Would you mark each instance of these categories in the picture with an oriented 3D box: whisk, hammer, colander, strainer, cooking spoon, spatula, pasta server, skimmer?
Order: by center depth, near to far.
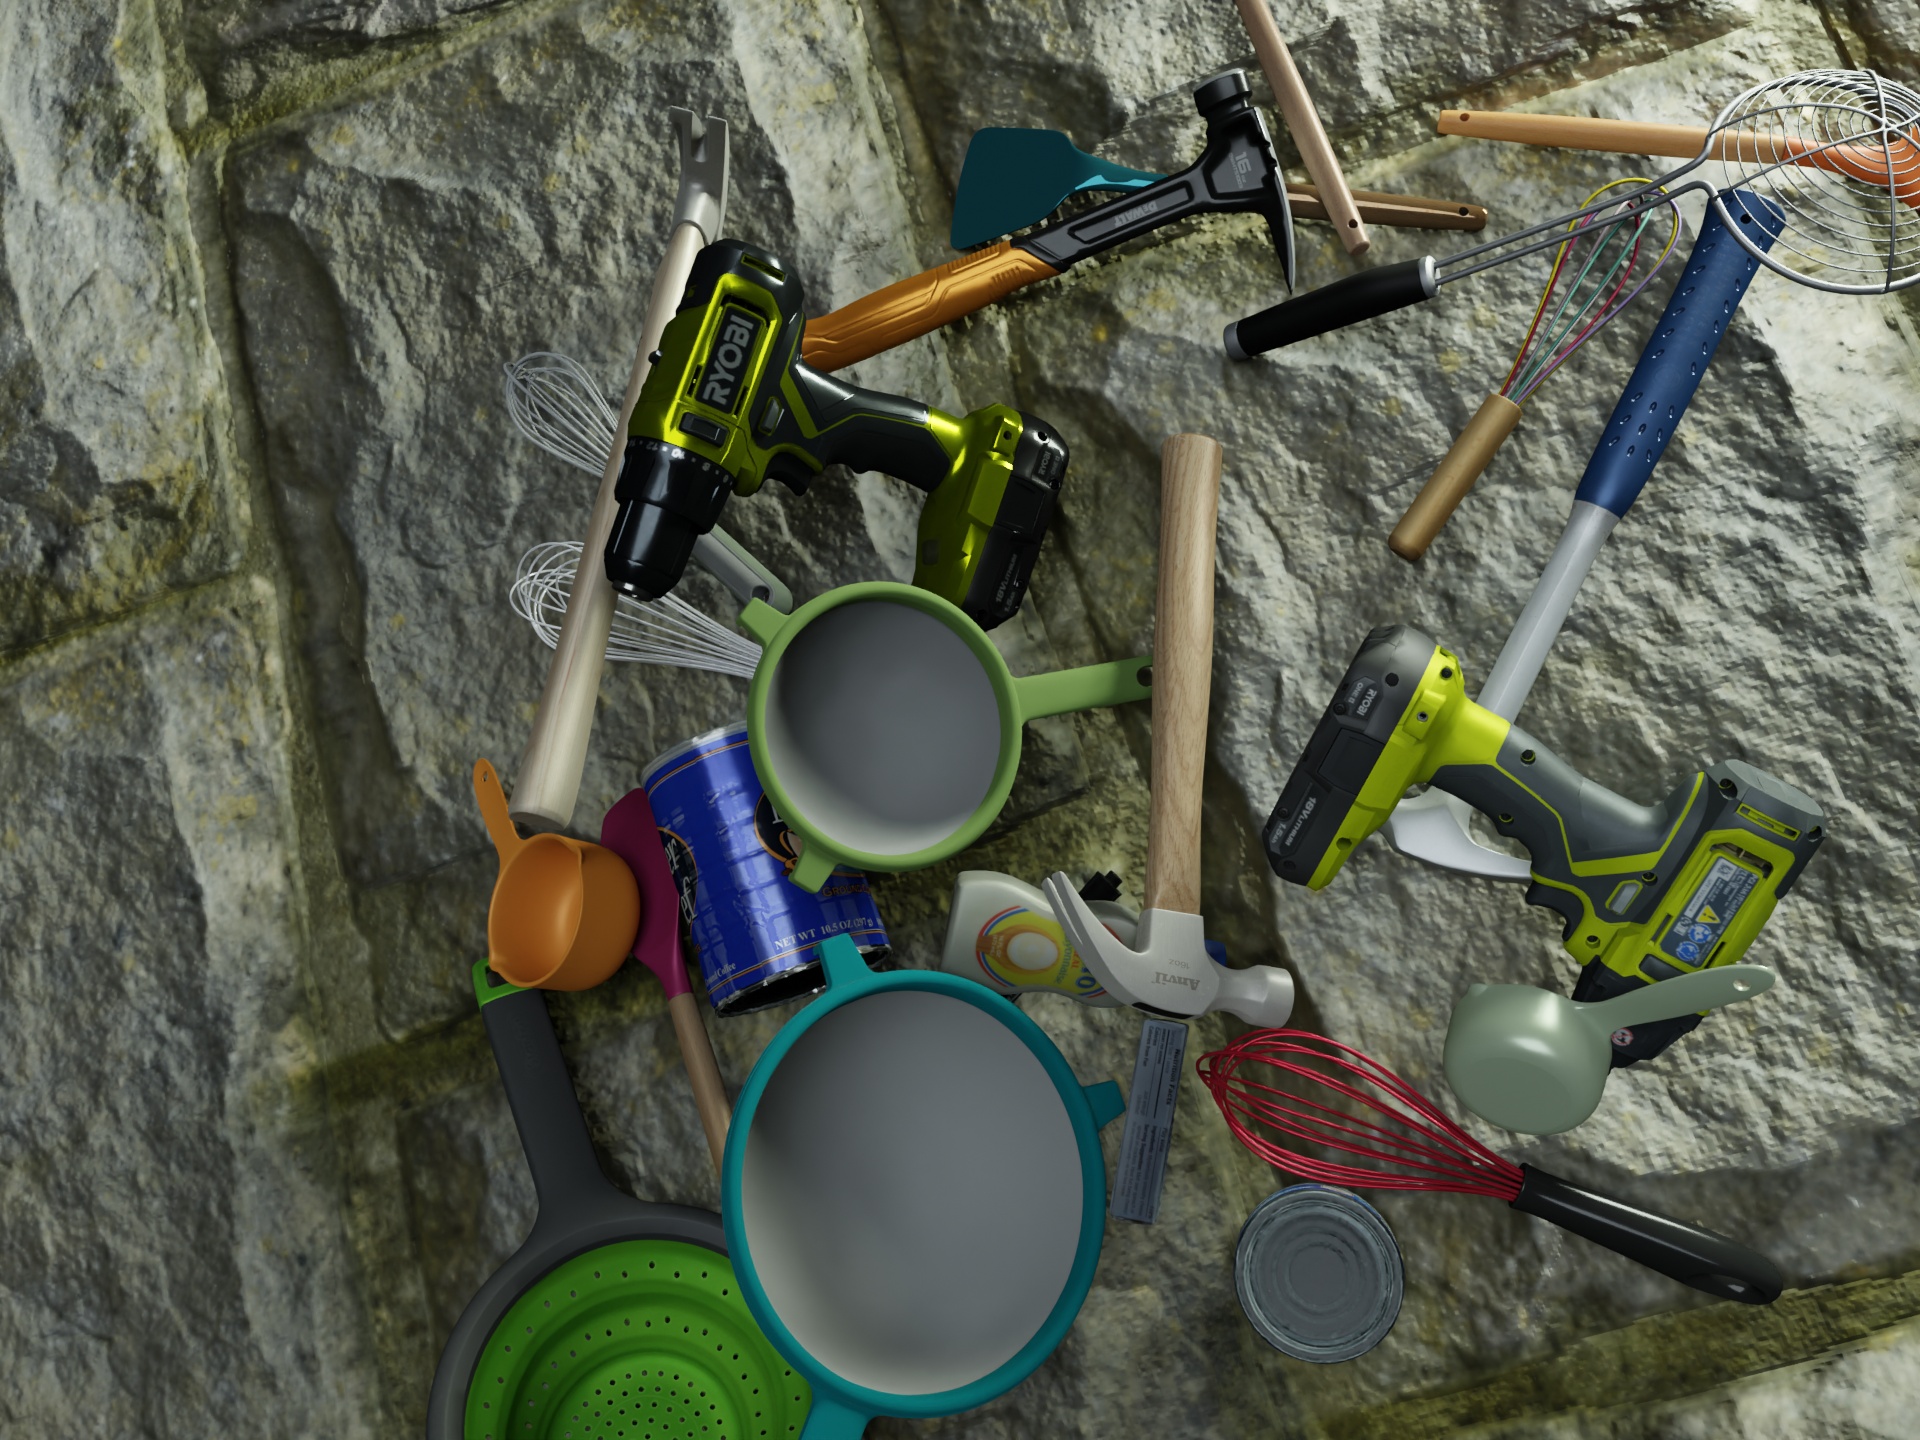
[{"bbox_3d":[-0.058,0.292,0.785,0.211,0.095,0.341,31,61,-17],"label":"strainer"},{"bbox_3d":[0.259,0.225,0.795,0.296,0.073,0.073,20,83,11],"label":"whisk"},{"bbox_3d":[0.318,-0.239,0.841,0.363,0.090,0.127,-12,64,37],"label":"skimmer"},{"bbox_3d":[0.342,-0.100,0.854,0.144,0.035,0.405,27,85,17],"label":"hammer"},{"bbox_3d":[0.116,-0.007,0.856,0.130,0.031,0.331,10,68,-13],"label":"hammer"},{"bbox_3d":[-0.198,0.305,0.864,0.204,0.094,0.398,-15,53,-22],"label":"colander"},{"bbox_3d":[-0.001,-0.003,0.865,0.256,0.069,0.151,-11,86,-26],"label":"strainer"},{"bbox_3d":[0.311,-0.194,0.879,0.047,0.051,0.245,34,93,-17],"label":"whisk"},{"bbox_3d":[0.430,-0.323,0.879,0.323,0.041,0.081,11,82,15],"label":"spatula"},{"bbox_3d":[-0.148,0.177,0.882,0.068,0.017,0.319,-38,58,26],"label":"cooking spoon"},{"bbox_3d":[-0.188,-0.141,0.891,0.038,0.146,0.411,12,71,-6],"label":"hammer"},{"bbox_3d":[-0.139,-0.039,0.942,0.284,0.070,0.070,19,83,11],"label":"whisk"},{"bbox_3d":[0.027,-0.259,0.944,0.337,0.034,0.127,-18,97,15],"label":"hammer"},{"bbox_3d":[0.180,-0.407,0.947,0.060,0.040,0.316,-20,73,8],"label":"pasta server"},{"bbox_3d":[0.150,-0.312,0.950,0.317,0.044,0.082,9,80,10],"label":"spatula"},{"bbox_3d":[-0.194,-0.144,0.978,0.246,0.059,0.058,42,102,12],"label":"whisk"}]

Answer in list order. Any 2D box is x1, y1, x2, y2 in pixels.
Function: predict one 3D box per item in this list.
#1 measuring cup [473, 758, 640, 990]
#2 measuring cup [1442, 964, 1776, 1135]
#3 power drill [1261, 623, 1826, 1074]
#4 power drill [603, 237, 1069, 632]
[{"bbox_3d":[-0.244,0.086,0.942,0.095,0.052,0.174,-50,49,17],"label":"measuring cup"},{"bbox_3d":[0.296,0.149,0.733,0.083,0.167,0.038,44,49,-9],"label":"measuring cup"},{"bbox_3d":[0.270,0.065,0.777,0.223,0.080,0.171,28,111,11],"label":"power drill"},{"bbox_3d":[-0.071,-0.128,0.866,0.228,0.080,0.190,21,83,-22],"label":"power drill"}]
